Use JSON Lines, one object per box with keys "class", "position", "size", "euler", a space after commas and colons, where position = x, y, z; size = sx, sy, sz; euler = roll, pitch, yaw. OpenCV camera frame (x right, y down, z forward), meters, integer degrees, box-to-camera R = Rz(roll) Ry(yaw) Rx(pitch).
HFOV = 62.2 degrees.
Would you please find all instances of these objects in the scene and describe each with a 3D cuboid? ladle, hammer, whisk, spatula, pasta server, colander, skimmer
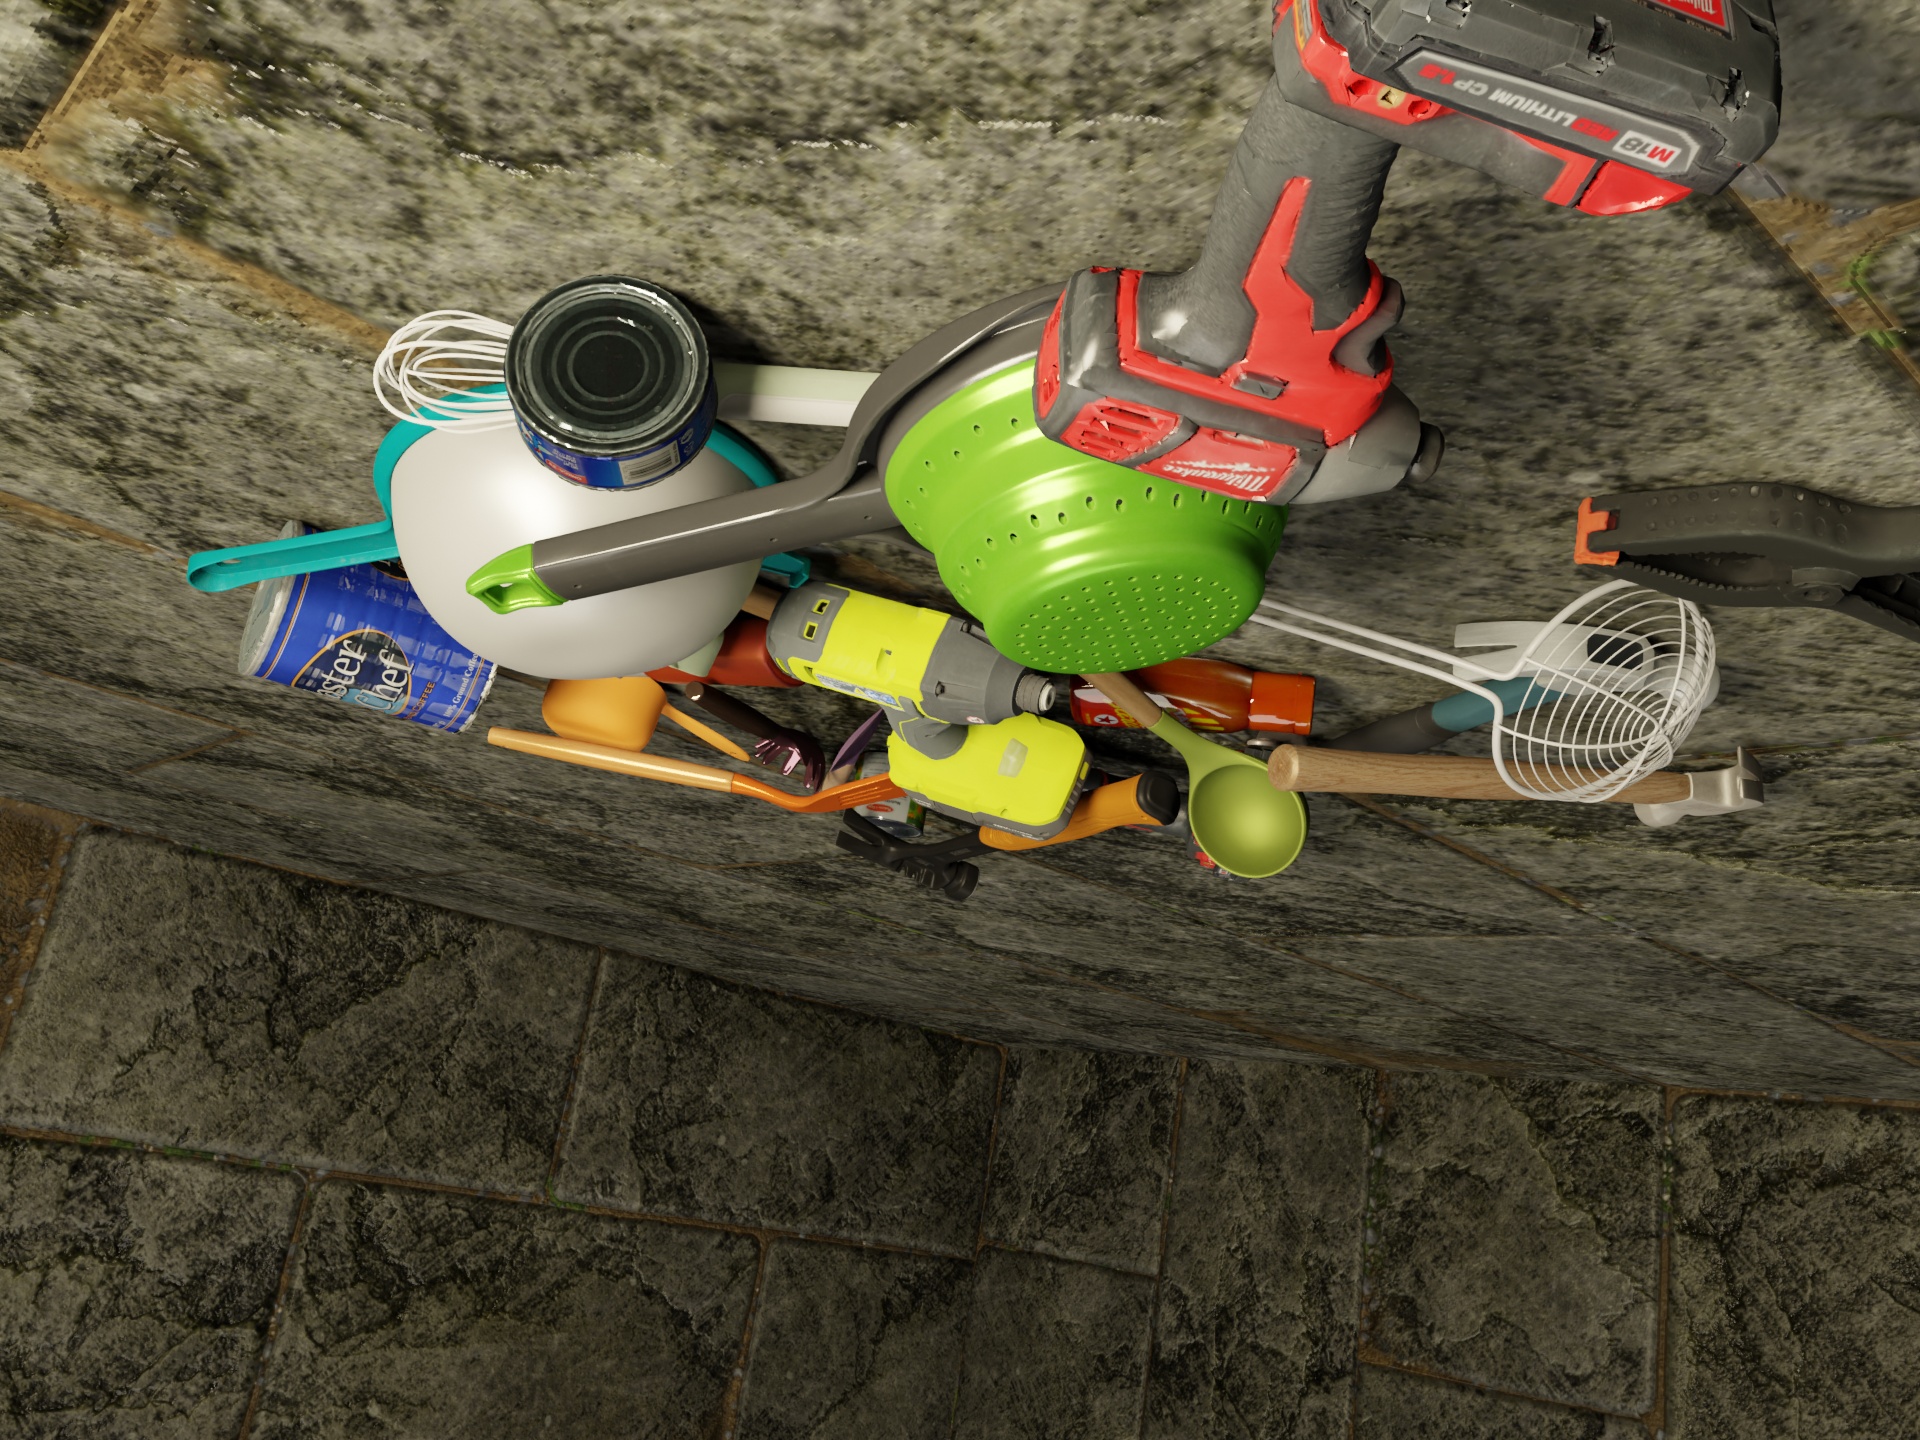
{"class": "ladle", "position": [0.095, -0.006, 0.929], "size": [0.078, 0.062, 0.319], "euler": [-27, 129, 37]}
{"class": "hammer", "position": [0.037, 0.078, 1.160], "size": [0.127, 0.034, 0.337], "euler": [27, 155, -24]}
{"class": "whisk", "position": [-0.137, -0.148, 0.705], "size": [0.246, 0.059, 0.057], "euler": [4, 153, 1]}
{"class": "spatula", "position": [-0.096, 0.036, 1.310], "size": [0.018, 0.060, 0.316], "euler": [41, 166, 0]}
{"class": "pasta server", "position": [-0.152, 0.011, 1.180], "size": [0.060, 0.040, 0.316], "euler": [29, 177, 12]}
{"class": "colander", "position": [-0.019, -0.063, 0.652], "size": [0.397, 0.095, 0.204], "euler": [-12, 159, 12]}
{"class": "hammer", "position": [0.297, 0.001, 0.984], "size": [0.128, 0.033, 0.331], "euler": [13, 163, -15]}
{"class": "spatula", "position": [-0.189, 0.033, 1.177], "size": [0.322, 0.041, 0.081], "euler": [11, 166, 2]}
{"class": "hammer", "position": [0.346, 0.037, 0.978], "size": [0.331, 0.031, 0.130], "euler": [3, 168, -17]}
{"class": "skimmer", "position": [0.199, -0.053, 0.818], "size": [0.363, 0.127, 0.090], "euler": [18, -153, 10]}

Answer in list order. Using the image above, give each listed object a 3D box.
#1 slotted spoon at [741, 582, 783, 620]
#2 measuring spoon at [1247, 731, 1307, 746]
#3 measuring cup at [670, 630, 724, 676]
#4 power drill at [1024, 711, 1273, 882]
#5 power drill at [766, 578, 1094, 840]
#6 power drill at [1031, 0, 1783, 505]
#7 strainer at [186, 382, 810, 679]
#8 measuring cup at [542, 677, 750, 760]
{"class": "slotted spoon", "position": [-0.145, -0.081, 0.967], "size": [0.313, 0.031, 0.070], "euler": [20, 161, -36]}
{"class": "measuring spoon", "position": [0.203, 0.008, 1.032], "size": [0.034, 0.018, 0.124], "euler": [2, -179, 19]}
{"class": "measuring cup", "position": [-0.218, -0.080, 0.971], "size": [0.167, 0.038, 0.083], "euler": [29, -175, -31]}
{"class": "power drill", "position": [0.116, 0.047, 1.173], "size": [0.227, 0.080, 0.187], "euler": [11, 163, 6]}
{"class": "power drill", "position": [-0.002, -0.003, 0.976], "size": [0.171, 0.080, 0.223], "euler": [16, 165, 24]}
{"class": "power drill", "position": [0.121, -0.139, 0.467], "size": [0.143, 0.079, 0.219], "euler": [13, 152, -14]}
{"class": "strainer", "position": [-0.259, -0.070, 0.834], "size": [0.340, 0.095, 0.210], "euler": [-7, 156, 11]}
{"class": "measuring cup", "position": [-0.242, 0.010, 1.230], "size": [0.173, 0.052, 0.095], "euler": [32, 154, -27]}
